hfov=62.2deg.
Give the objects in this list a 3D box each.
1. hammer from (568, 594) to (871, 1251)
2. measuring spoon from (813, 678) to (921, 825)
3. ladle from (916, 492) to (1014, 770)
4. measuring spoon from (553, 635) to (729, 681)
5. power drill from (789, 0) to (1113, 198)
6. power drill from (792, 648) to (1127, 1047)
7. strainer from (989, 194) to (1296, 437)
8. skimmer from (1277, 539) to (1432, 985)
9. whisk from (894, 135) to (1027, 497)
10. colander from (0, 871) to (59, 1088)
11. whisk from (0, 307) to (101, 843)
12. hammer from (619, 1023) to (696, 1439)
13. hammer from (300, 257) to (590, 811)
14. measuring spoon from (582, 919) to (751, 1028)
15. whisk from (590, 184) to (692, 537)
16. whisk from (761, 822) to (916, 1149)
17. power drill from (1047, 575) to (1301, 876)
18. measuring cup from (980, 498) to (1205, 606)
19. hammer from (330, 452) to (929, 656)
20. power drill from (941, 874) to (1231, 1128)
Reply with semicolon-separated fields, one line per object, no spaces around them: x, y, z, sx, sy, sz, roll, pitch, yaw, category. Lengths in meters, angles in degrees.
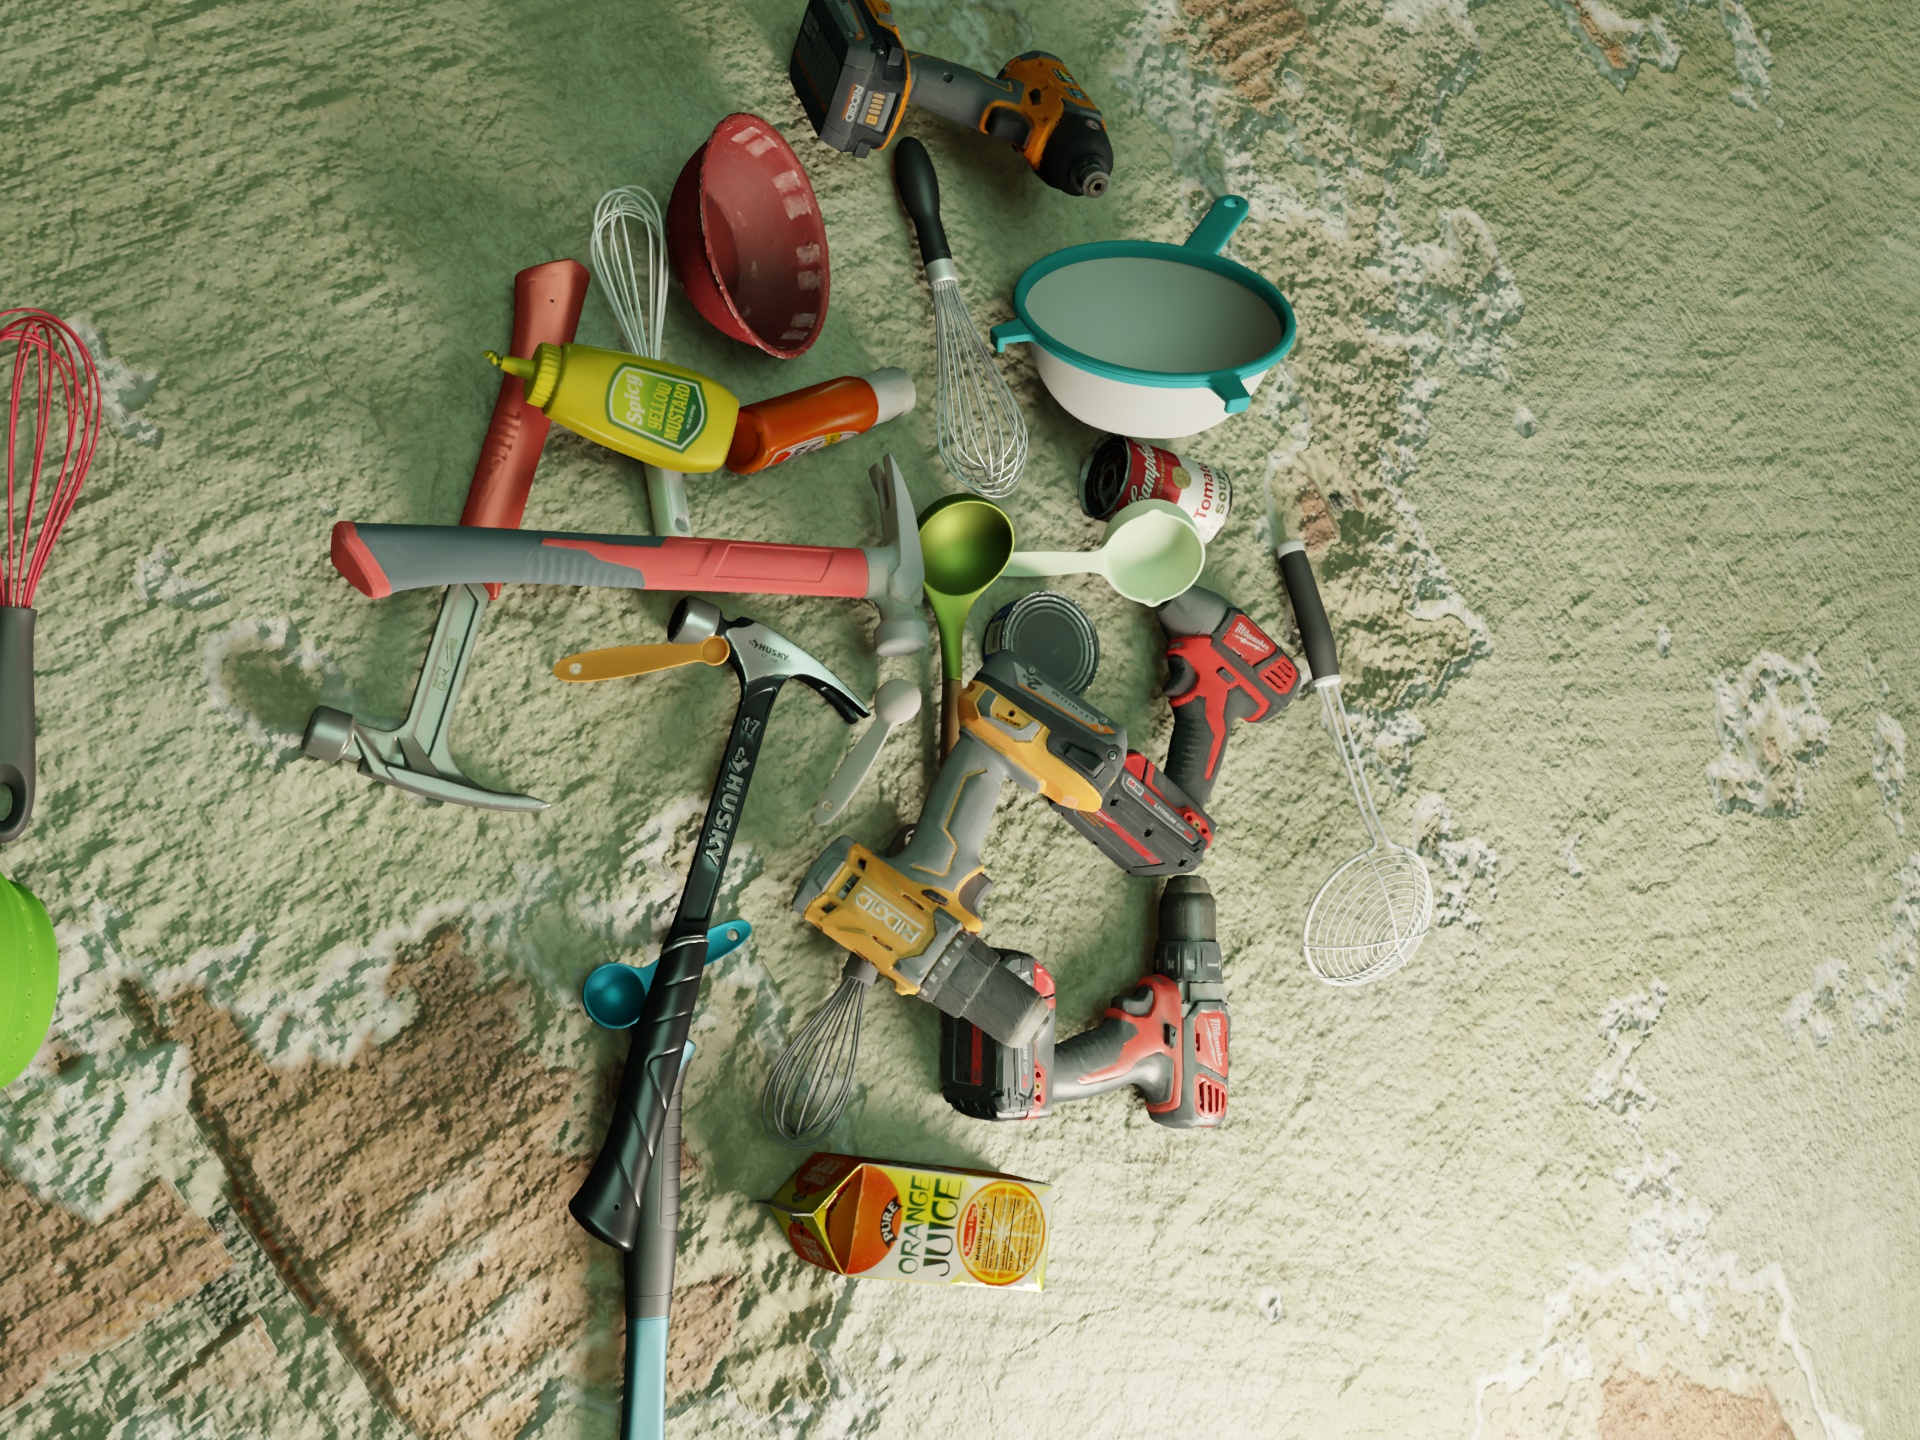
-0.167;0.127;1.018;0.149;0.036;0.409;23;66;-24;hammer
-0.069;0.020;1.113;0.124;0.034;0.018;-58;154;-18;measuring spoon
-0.002;-0.004;1.140;0.078;0.062;0.320;3;84;-22;ladle
-0.206;-0.038;1.029;0.117;0.011;0.021;-7;75;4;measuring spoon
0.004;-0.445;1.156;0.226;0.084;0.164;3;44;-28;power drill
0.024;0.089;1.064;0.185;0.084;0.226;35;76;8;power drill
0.166;-0.313;1.252;0.211;0.095;0.340;18;43;14;strainer
0.302;0.034;1.315;0.127;0.090;0.363;-7;76;-26;skimmer
-0.006;-0.301;1.182;0.070;0.070;0.285;-10;83;-29;whisk
-0.542;0.056;0.815;0.094;0.204;0.397;18;53;-60;colander
-0.518;-0.081;0.872;0.073;0.073;0.296;4;87;-28;whisk
-0.194;0.358;0.997;0.128;0.033;0.331;6;80;-29;hammer
-0.289;-0.125;1.012;0.149;0.037;0.359;19;75;-25;hammer
-0.191;0.162;1.039;0.128;0.021;0.042;-25;84;-38;measuring spoon
-0.209;-0.236;1.067;0.057;0.059;0.246;-10;92;-57;whisk
-0.073;0.176;1.084;0.055;0.055;0.239;31;65;-21;whisk
0.165;-0.001;1.220;0.143;0.078;0.220;41;63;-18;power drill
0.099;-0.129;1.201;0.167;0.038;0.083;-2;125;3;measuring cup
-0.198;-0.116;1.019;0.386;0.038;0.143;0;74;-32;hammer
0.103;0.203;1.157;0.226;0.080;0.188;6;80;-31;power drill
